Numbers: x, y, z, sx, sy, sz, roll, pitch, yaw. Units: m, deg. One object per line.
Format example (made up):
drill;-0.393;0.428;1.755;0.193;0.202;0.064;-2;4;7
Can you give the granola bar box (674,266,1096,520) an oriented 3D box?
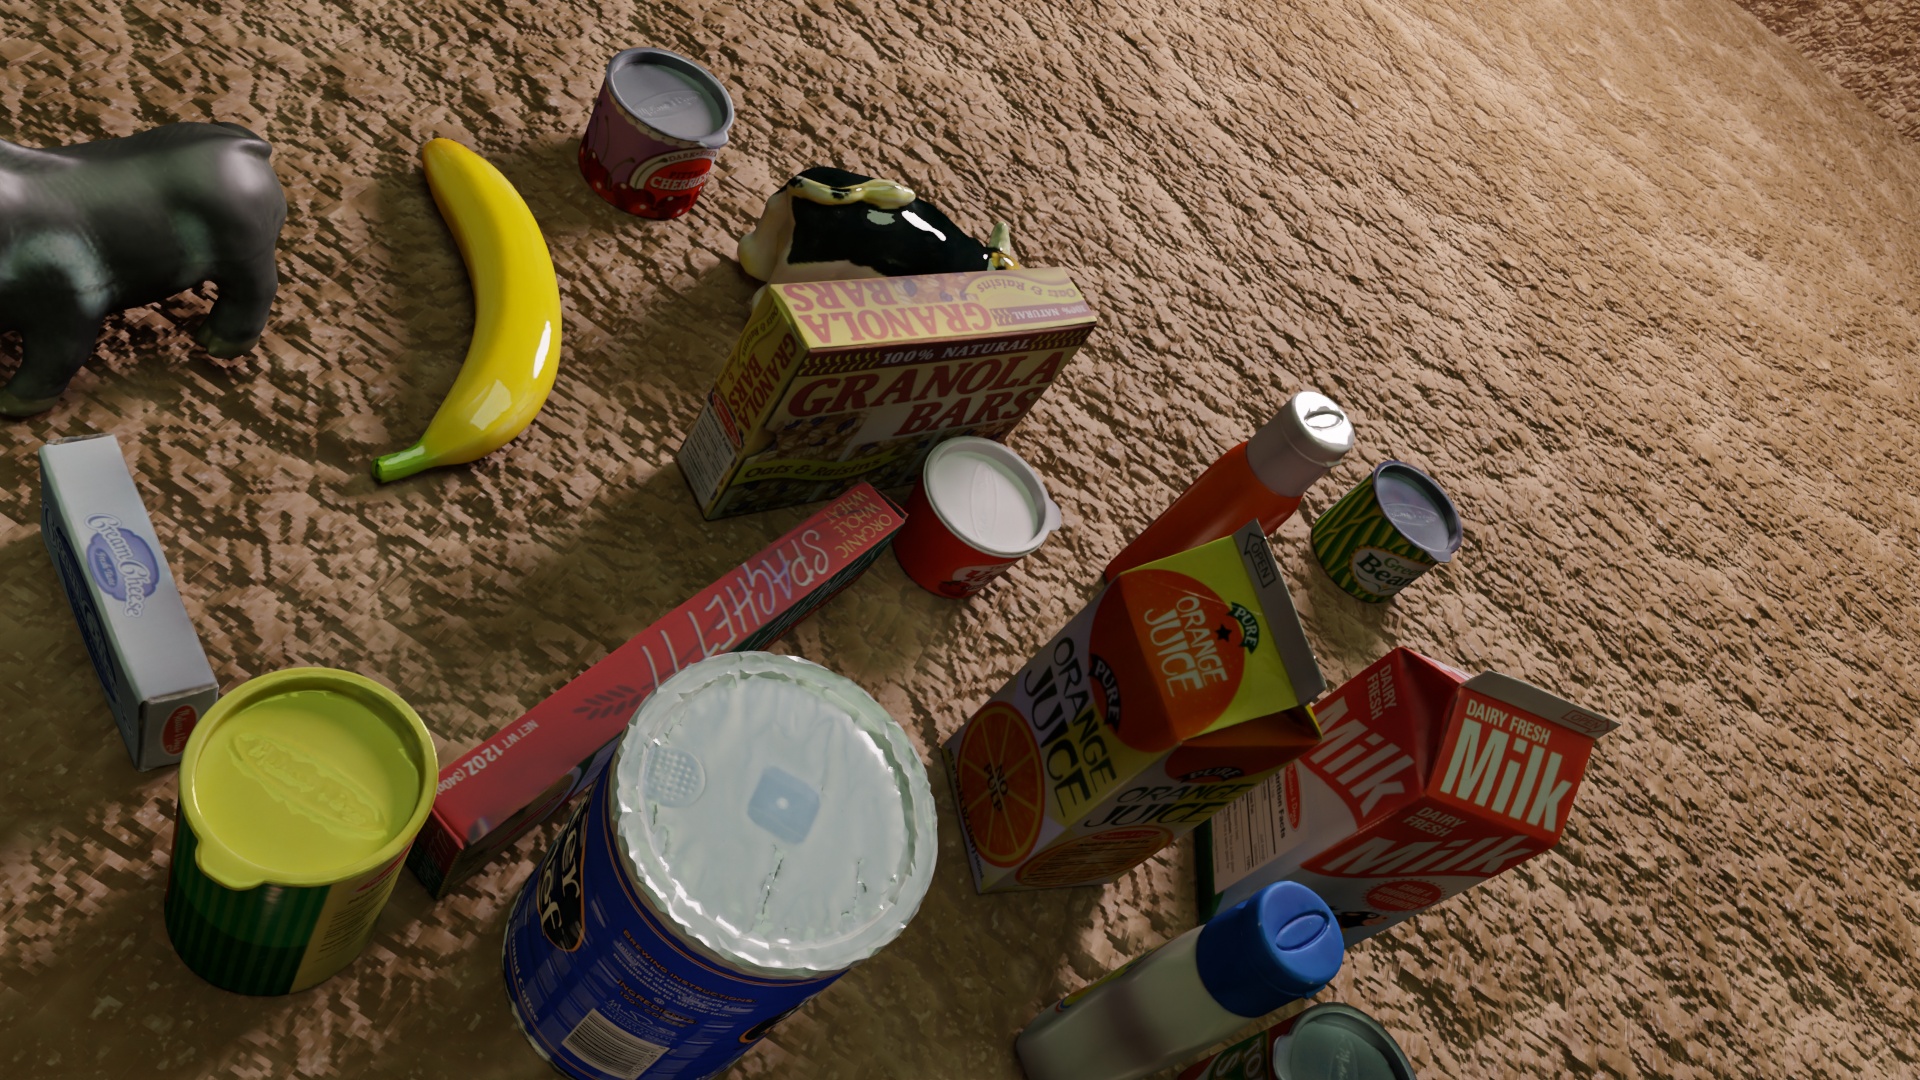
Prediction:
granola bar box;-0.033;-0.069;0.644;0.166;0.123;0.039;-12;65;-39

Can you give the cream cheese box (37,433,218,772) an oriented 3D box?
cream cheese box;-0.280;0.021;0.465;0.024;0.053;0.104;-17;67;-40

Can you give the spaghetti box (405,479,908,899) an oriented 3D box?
spaghetti box;-0.111;0.048;0.555;0.029;0.050;0.251;46;45;5

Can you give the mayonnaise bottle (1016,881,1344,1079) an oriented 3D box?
mayonnaise bottle;0.081;0.170;0.517;0.065;0.147;0.041;-13;65;-39

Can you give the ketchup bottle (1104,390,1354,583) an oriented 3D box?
ketchup bottle;0.135;-0.015;0.694;0.065;0.148;0.043;-13;65;-39

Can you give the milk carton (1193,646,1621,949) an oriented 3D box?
milk carton;0.185;0.110;0.600;0.072;0.189;0.074;21;48;-19

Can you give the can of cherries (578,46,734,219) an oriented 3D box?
can of cherries;-0.157;-0.208;0.717;0.071;0.058;0.072;17;49;-21

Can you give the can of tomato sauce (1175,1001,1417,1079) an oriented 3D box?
can of tomato sauce;0.128;0.228;0.548;0.071;0.082;0.071;17;49;-21

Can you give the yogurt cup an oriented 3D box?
yogurt cup;0.002;-0.008;0.669;0.072;0.053;0.073;17;49;-21

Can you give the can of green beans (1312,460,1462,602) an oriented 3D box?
can of green beans;0.253;-0.005;0.825;0.071;0.057;0.071;17;49;-21

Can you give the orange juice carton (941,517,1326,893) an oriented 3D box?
orange juice carton;0.073;0.072;0.555;0.073;0.191;0.072;4;55;-31

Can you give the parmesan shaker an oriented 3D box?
parmesan shaker;-0.205;0.093;0.422;0.071;0.102;0.071;18;49;-21
